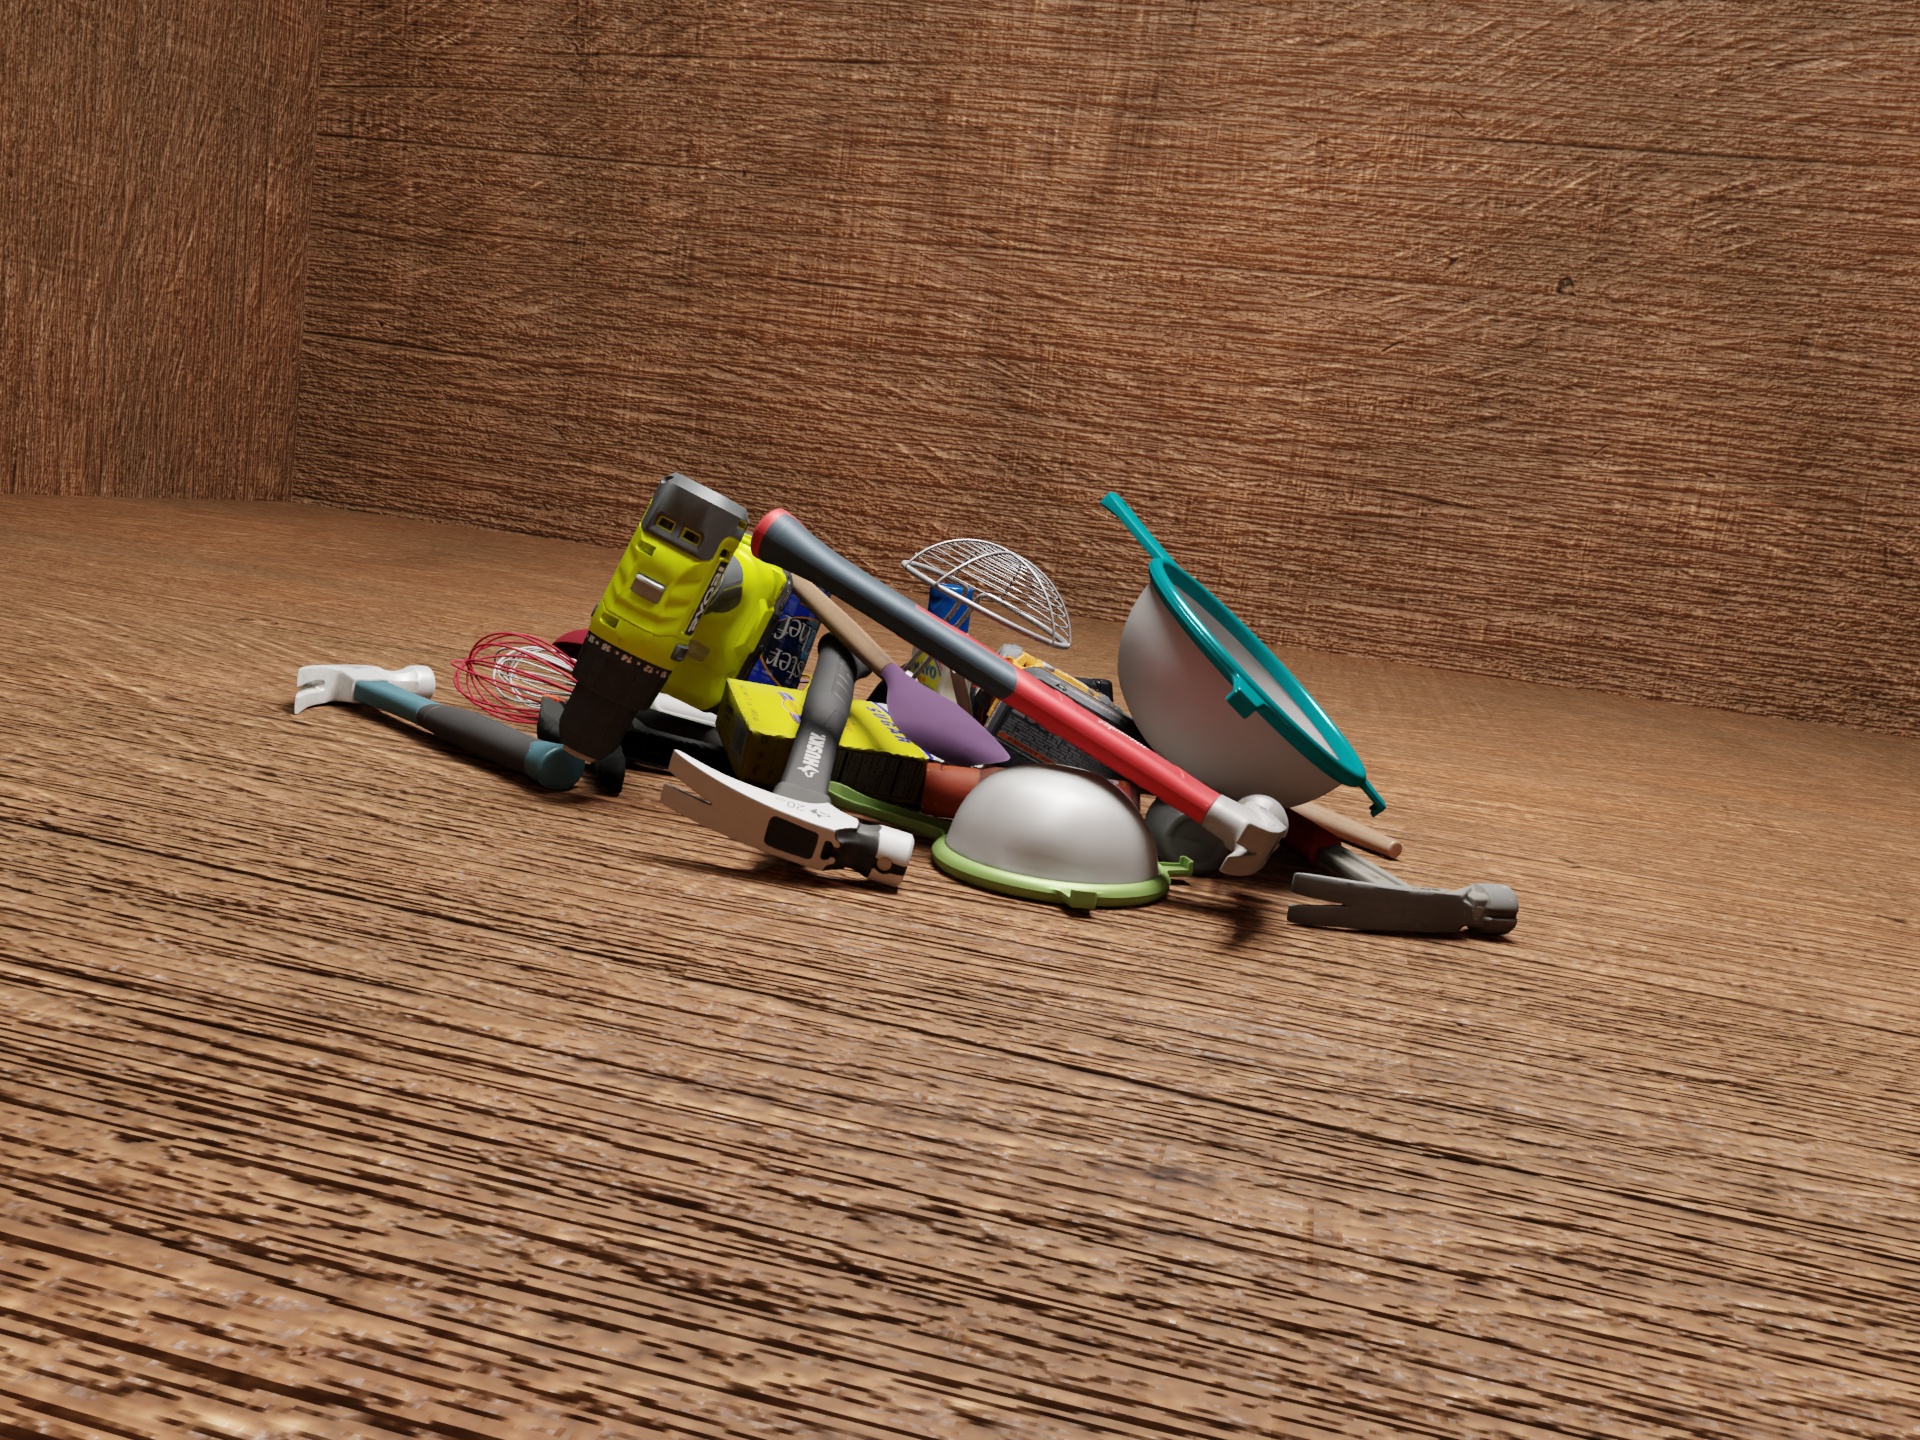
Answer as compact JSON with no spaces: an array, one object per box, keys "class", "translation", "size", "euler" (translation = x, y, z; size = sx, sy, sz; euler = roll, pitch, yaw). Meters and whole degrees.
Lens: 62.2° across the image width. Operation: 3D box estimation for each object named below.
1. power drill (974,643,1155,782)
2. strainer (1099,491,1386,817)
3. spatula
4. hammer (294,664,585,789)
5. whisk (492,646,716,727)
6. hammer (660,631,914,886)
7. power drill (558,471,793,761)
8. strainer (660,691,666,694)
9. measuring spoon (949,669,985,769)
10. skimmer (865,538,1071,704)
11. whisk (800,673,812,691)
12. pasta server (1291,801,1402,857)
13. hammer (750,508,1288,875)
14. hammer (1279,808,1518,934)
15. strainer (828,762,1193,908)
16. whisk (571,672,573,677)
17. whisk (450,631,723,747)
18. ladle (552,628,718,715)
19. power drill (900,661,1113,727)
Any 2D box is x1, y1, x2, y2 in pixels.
[{"class":"power drill","translation":[0.100,0.016,1.243],"size":[0.185,0.084,0.226],"euler":[30,8,-3]},{"class":"strainer","translation":[0.155,-0.047,1.156],"size":[0.210,0.095,0.341],"euler":[32,20,-41]},{"class":"spatula","translation":[-0.064,-0.045,1.125],"size":[0.059,0.018,0.316],"euler":[-6,30,-29]},{"class":"hammer","translation":[-0.374,-0.001,1.155],"size":[0.331,0.033,0.128],"euler":[15,11,43]},{"class":"whisk","translation":[-0.278,-0.018,1.320],"size":[0.246,0.059,0.058],"euler":[14,50,13]},{"class":"hammer","translation":[-0.097,0.005,1.045],"size":[0.146,0.035,0.335],"euler":[17,21,-6]},{"class":"power drill","translation":[-0.196,-0.063,1.100],"size":[0.080,0.190,0.228],"euler":[27,2,4]},{"class":"strainer","translation":[-0.248,-0.041,1.514],"size":[0.087,0.050,0.258],"euler":[-36,-1,6]},{"class":"measuring spoon","translation":[-0.002,-0.004,1.269],"size":[0.018,0.124,0.034],"euler":[-29,43,-21]},{"class":"skimmer","translation":[-0.031,-0.032,1.193],"size":[0.127,0.090,0.363],"euler":[25,-30,-12]},{"class":"whisk","translation":[-0.182,-0.032,1.522],"size":[0.051,0.047,0.245],"euler":[17,1,-18]},{"class":"pasta server","translation":[0.258,0.056,1.313],"size":[0.060,0.040,0.316],"euler":[15,5,-27]},{"class":"hammer","translation":[0.024,-0.024,0.979],"size":[0.386,0.038,0.143],"euler":[32,10,14]},{"class":"hammer","translation":[0.234,0.082,1.123],"size":[0.149,0.036,0.359],"euler":[6,9,-13]},{"class":"strainer","translation":[0.016,0.052,1.016],"size":[0.256,0.069,0.151],"euler":[14,11,31]},{"class":"whisk","translation":[-0.316,-0.070,1.616],"size":[0.070,0.070,0.284],"euler":[10,14,15]},{"class":"whisk","translation":[-0.273,-0.009,1.238],"size":[0.296,0.073,0.073],"euler":[17,11,20]},{"class":"ladle","translation":[-0.189,-0.011,1.241],"size":[0.315,0.031,0.069],"euler":[24,-7,22]},{"class":"power drill","translation":[0.060,-0.012,1.484],"size":[0.187,0.080,0.227],"euler":[4,6,-24]}]
